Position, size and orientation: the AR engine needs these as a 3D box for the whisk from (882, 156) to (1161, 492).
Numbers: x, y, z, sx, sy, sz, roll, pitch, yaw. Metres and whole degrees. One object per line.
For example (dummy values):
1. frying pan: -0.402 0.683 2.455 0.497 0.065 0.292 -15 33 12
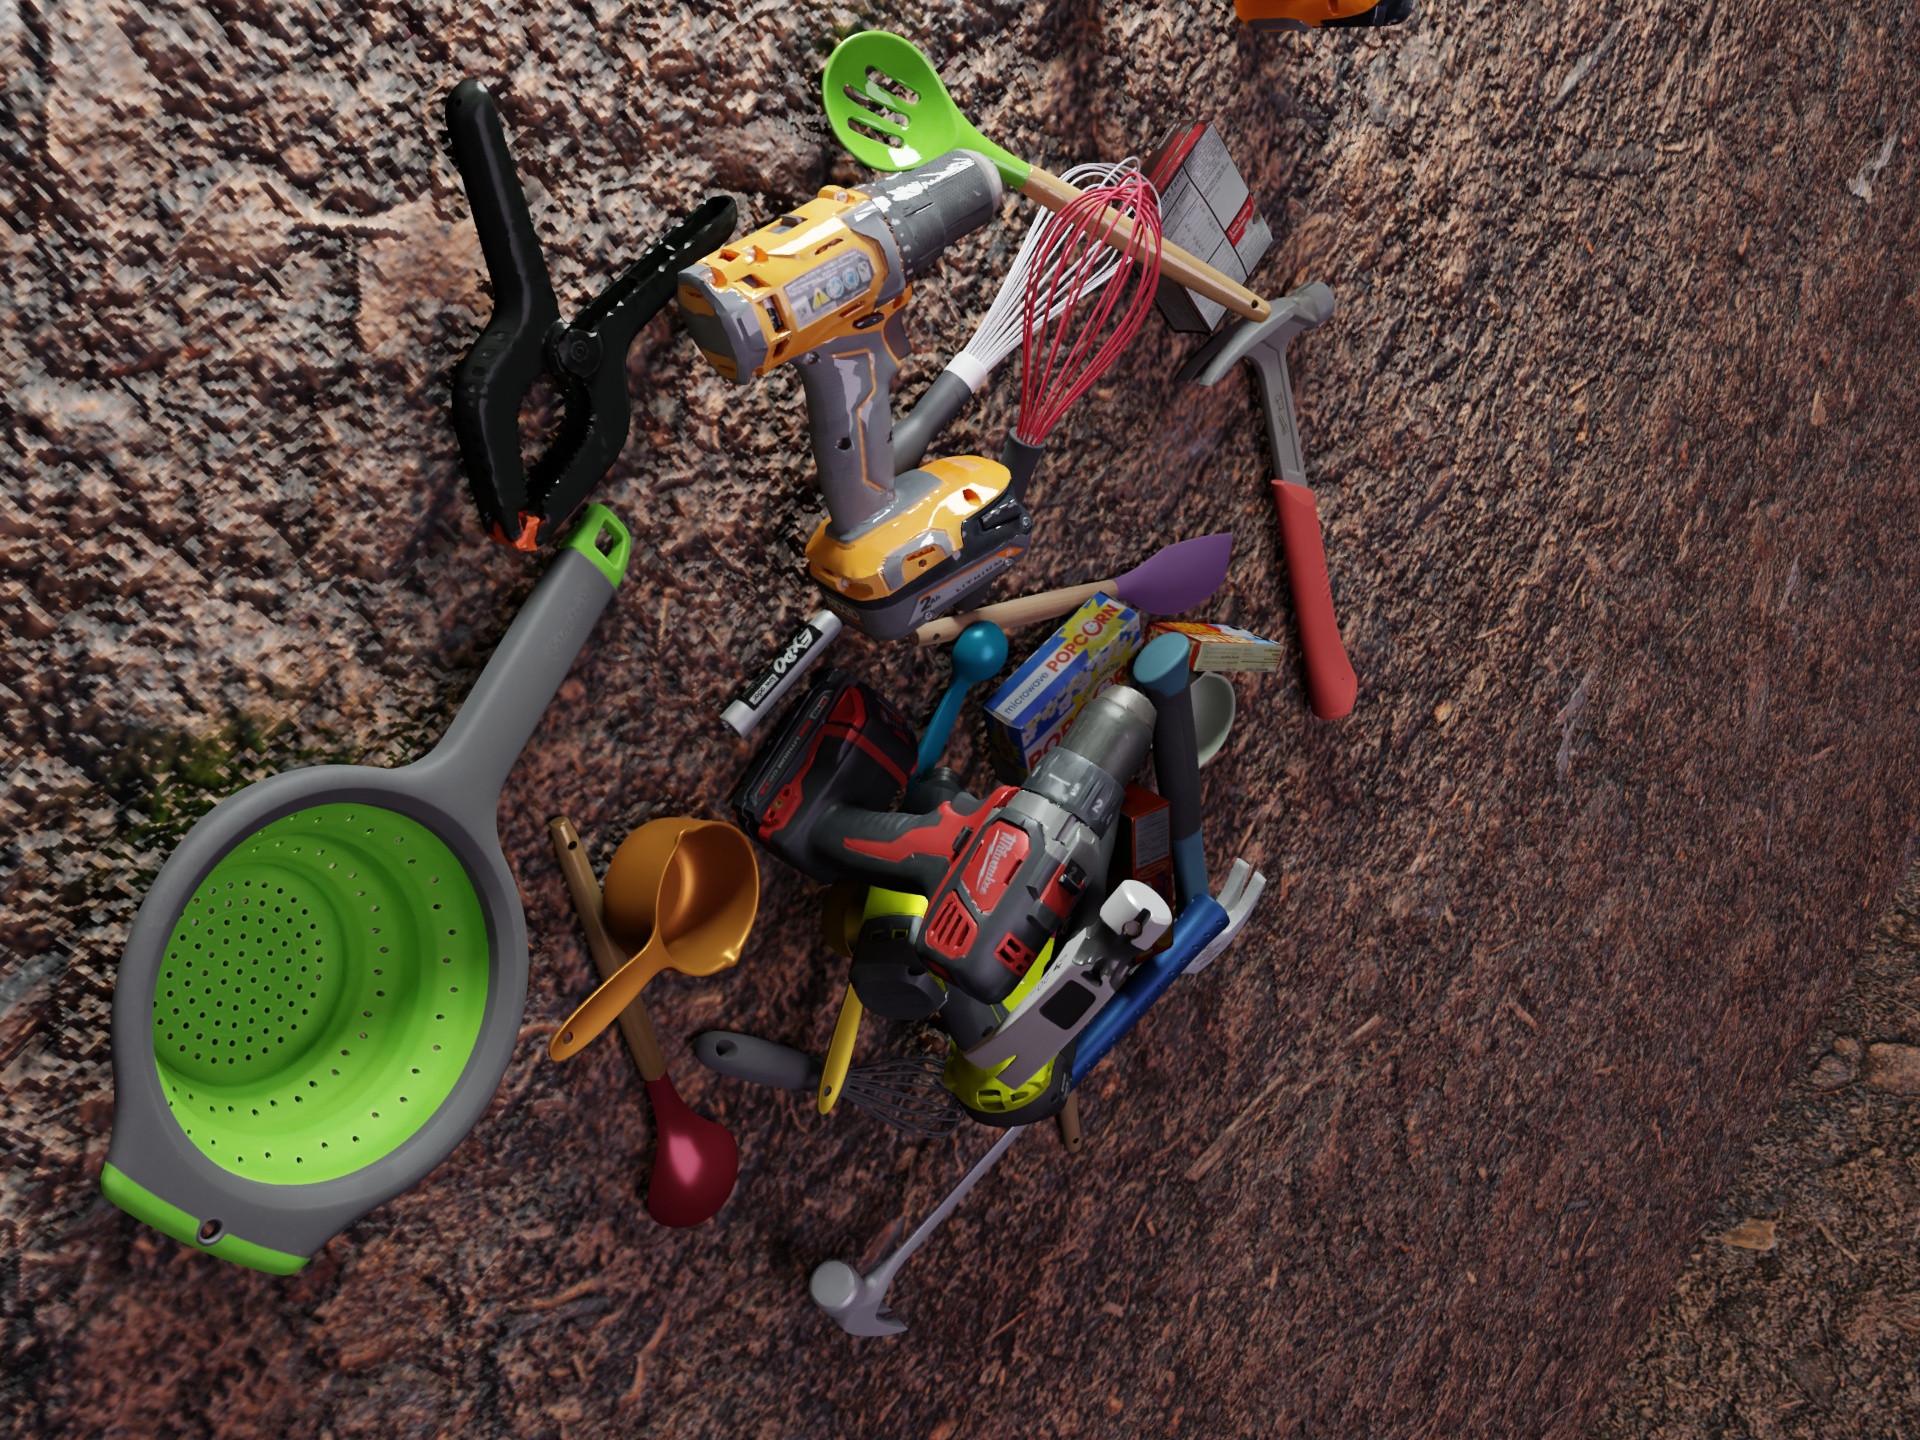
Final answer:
1. whisk: 0.023 -0.233 0.960 0.284 0.070 0.070 -51 134 -10

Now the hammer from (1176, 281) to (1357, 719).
1. hammer: 0.257 -0.145 1.232 0.149 0.037 0.358 -38 129 -27

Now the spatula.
1. spatula: 0.087 -0.084 1.105 0.316 0.018 0.059 -16 124 -40

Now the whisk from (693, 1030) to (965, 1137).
1. whisk: -0.080 0.236 1.054 0.238 0.055 0.055 25 88 -42

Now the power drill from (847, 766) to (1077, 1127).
1. power drill: 0.007 0.153 1.048 0.223 0.080 0.171 60 32 -43

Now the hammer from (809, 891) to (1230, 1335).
1. hammer: 0.055 0.283 1.158 0.405 0.035 0.143 -45 151 -17

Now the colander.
1. colander: -0.280 0.054 0.772 0.204 0.094 0.397 51 52 -42

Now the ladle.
1. ladle: -0.189 0.189 0.944 0.069 0.031 0.315 -34 125 -33

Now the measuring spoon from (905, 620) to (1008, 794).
1. measuring spoon: -0.002 -0.003 1.037 0.042 0.021 0.128 12 106 -49

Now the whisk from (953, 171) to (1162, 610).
1. whisk: 0.047 -0.184 0.941 0.073 0.073 0.295 -14 140 -40

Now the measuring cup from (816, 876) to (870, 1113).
1. measuring cup: -0.078 0.174 1.026 0.062 0.029 0.156 19 84 -51

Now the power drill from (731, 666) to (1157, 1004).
1. power drill: -0.007 0.040 0.913 0.188 0.227 0.080 -57 135 -11

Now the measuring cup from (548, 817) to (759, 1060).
1. measuring cup: -0.182 0.121 0.876 0.174 0.052 0.095 -47 132 -42

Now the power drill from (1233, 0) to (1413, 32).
1. power drill: 0.181 -0.463 0.943 0.226 0.164 0.084 -14 115 -42

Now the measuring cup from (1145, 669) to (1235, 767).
1. measuring cup: 0.133 0.005 1.173 0.167 0.038 0.083 -15 120 -35

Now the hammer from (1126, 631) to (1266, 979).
1. hammer: 0.165 0.072 1.189 0.128 0.033 0.330 -31 134 -19

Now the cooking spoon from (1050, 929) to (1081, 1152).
1. cooking spoon: 0.067 0.207 1.202 0.069 0.017 0.318 -24 122 -24

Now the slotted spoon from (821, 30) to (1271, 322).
1. slotted spoon: 0.057 -0.300 0.919 0.313 0.031 0.070 20 92 -26

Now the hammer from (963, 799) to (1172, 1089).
1. hammer: 0.075 0.092 0.966 0.035 0.335 0.146 35 111 -5

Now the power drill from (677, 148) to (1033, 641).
1. power drill: -0.032 -0.180 0.863 0.185 0.084 0.226 -35 126 -19
